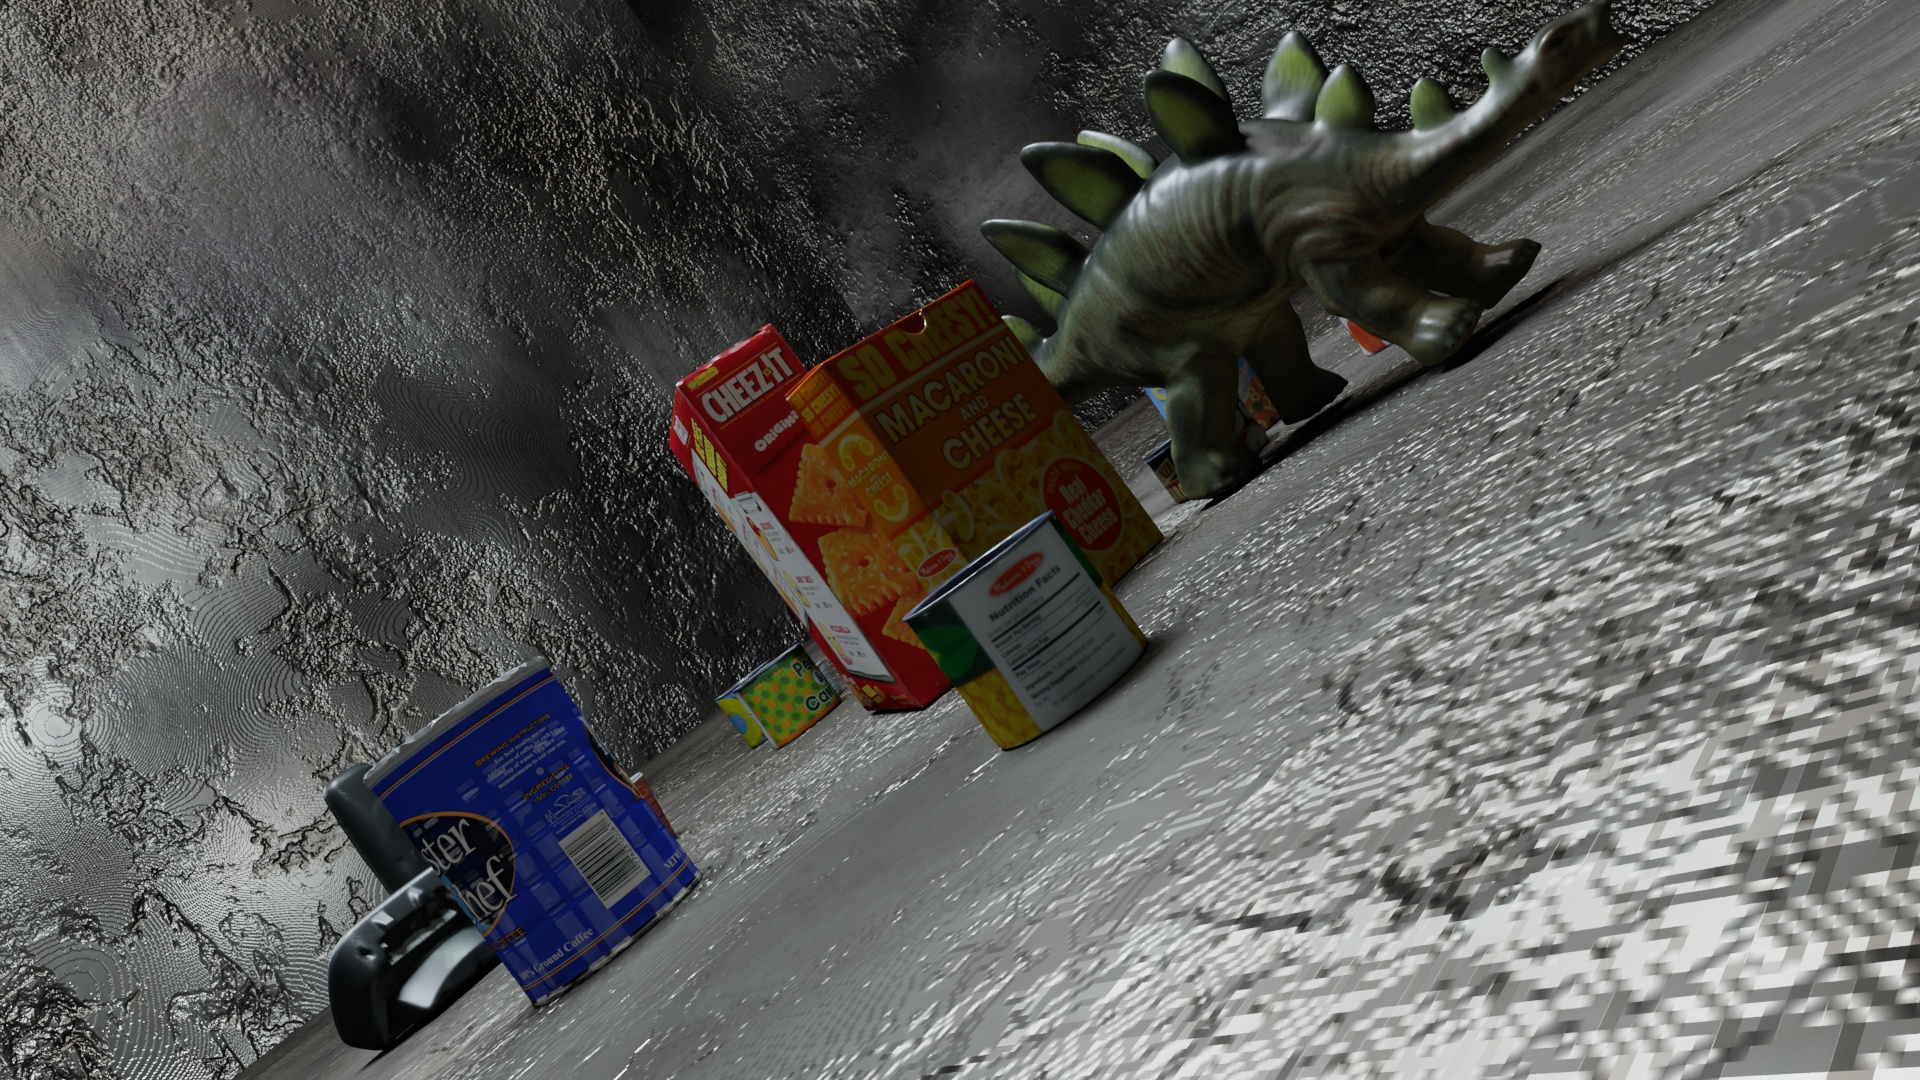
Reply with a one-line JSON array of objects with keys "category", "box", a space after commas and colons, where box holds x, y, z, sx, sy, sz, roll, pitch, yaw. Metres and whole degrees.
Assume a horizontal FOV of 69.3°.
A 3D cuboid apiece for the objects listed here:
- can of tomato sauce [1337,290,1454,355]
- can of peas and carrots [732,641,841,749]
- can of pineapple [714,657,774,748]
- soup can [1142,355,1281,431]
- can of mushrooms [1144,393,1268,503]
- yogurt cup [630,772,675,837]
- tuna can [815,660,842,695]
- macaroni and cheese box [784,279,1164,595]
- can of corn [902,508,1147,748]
[{"category": "can of tomato sauce", "box": [0.250, -0.164, 0.841, 0.071, 0.083, 0.071, -36, 2, 1]}, {"category": "can of peas and carrots", "box": [-0.135, 0.122, 1.100, 0.071, 0.058, 0.071, -36, 2, 1]}, {"category": "can of pineapple", "box": [-0.183, 0.150, 1.281, 0.071, 0.058, 0.071, -36, 2, 1]}, {"category": "soup can", "box": [0.155, -0.096, 0.873, 0.071, 0.084, 0.071, -36, 2, 1]}, {"category": "can of mushrooms", "box": [0.140, -0.052, 0.800, 0.071, 0.033, 0.071, -36, 2, 1]}, {"category": "yogurt cup", "box": [-0.240, 0.206, 0.988, 0.072, 0.054, 0.072, -36, 2, 1]}, {"category": "tuna can", "box": [-0.138, 0.136, 1.183, 0.071, 0.033, 0.071, -36, 2, 1]}, {"category": "macaroni and cheese box", "box": [0.011, -0.035, 0.680, 0.124, 0.166, 0.040, -38, 2, -44]}, {"category": "can of corn", "box": [0.023, 0.032, 0.492, 0.071, 0.058, 0.071, -36, 2, 1]}]
